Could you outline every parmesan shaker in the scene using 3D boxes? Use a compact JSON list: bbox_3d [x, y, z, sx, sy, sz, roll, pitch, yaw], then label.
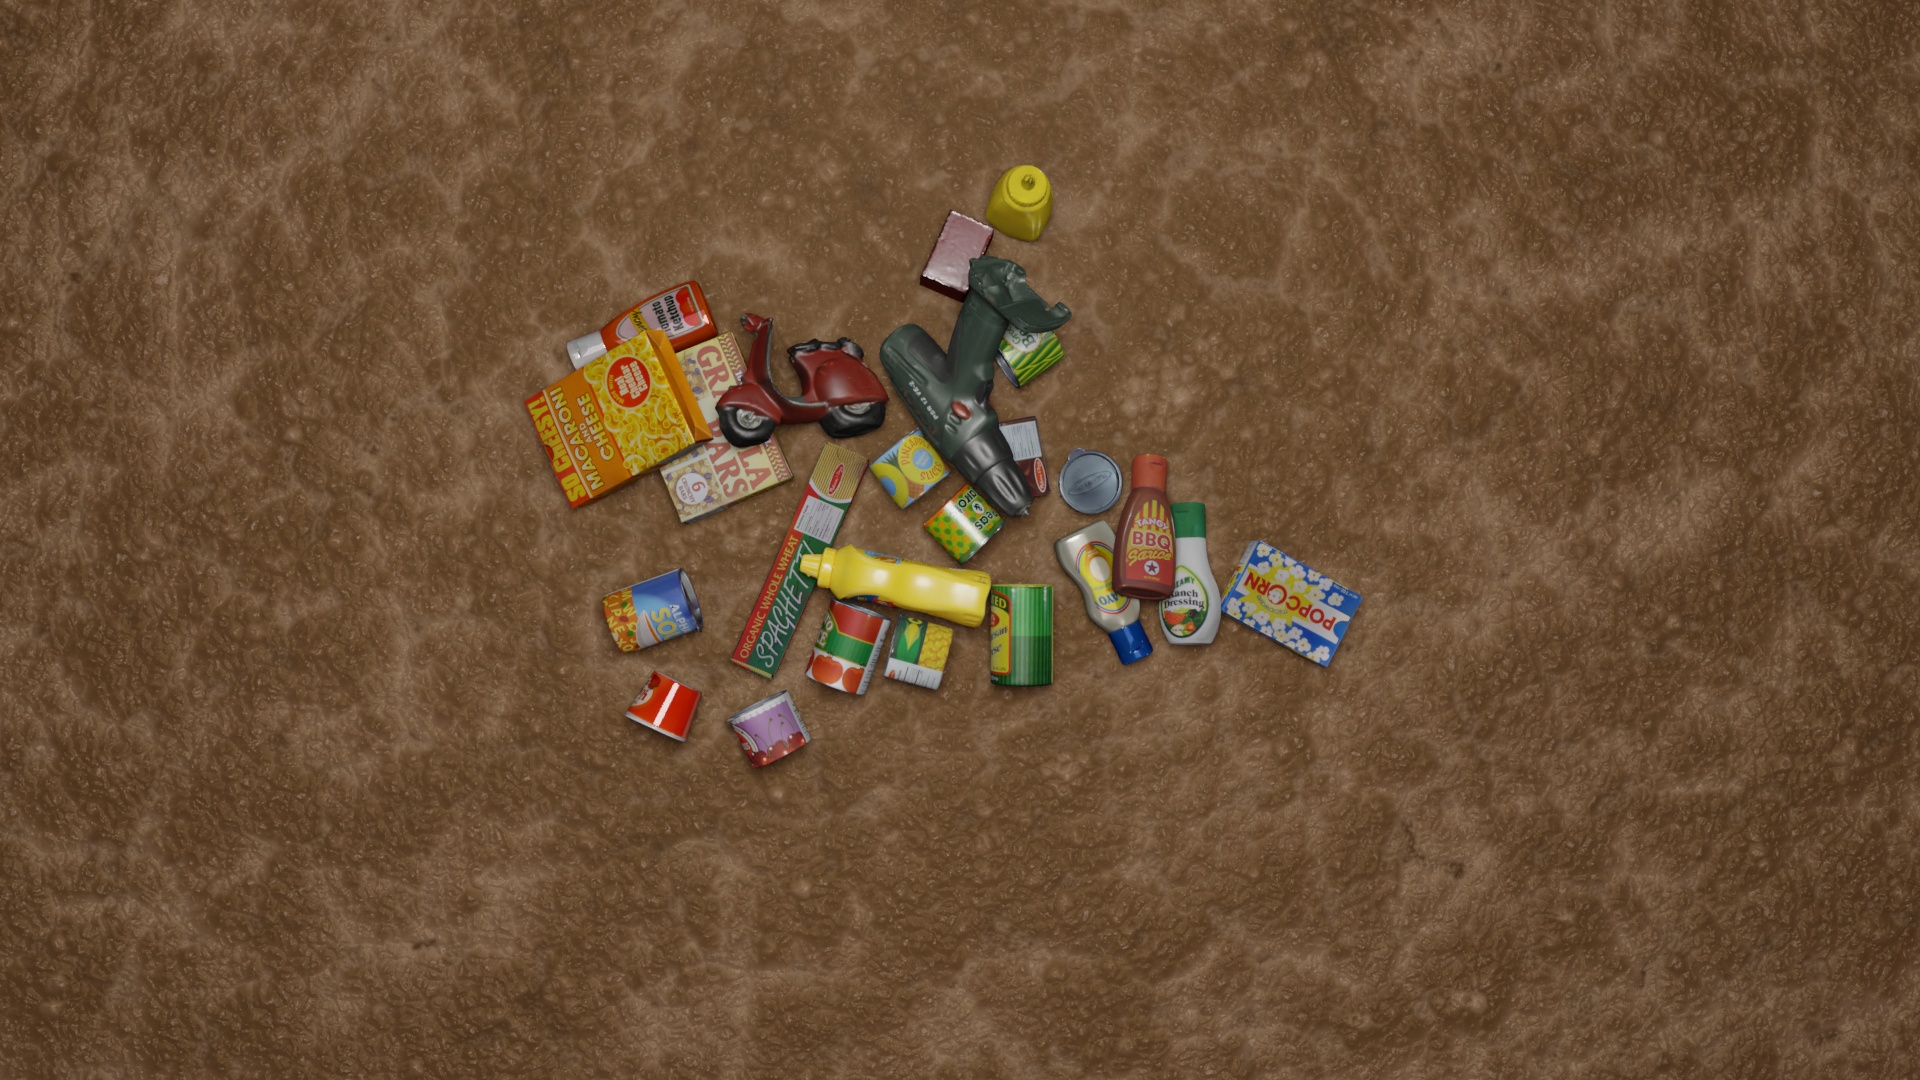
[{"bbox_3d":[0.064,0.097,1.431,0.071,0.071,0.103,0,89,-2],"label":"parmesan shaker"}]

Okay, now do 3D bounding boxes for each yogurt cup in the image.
[{"bbox_3d":[-0.300,0.168,1.419,0.072,0.072,0.054,26,80,-2],"label":"yogurt cup"}]

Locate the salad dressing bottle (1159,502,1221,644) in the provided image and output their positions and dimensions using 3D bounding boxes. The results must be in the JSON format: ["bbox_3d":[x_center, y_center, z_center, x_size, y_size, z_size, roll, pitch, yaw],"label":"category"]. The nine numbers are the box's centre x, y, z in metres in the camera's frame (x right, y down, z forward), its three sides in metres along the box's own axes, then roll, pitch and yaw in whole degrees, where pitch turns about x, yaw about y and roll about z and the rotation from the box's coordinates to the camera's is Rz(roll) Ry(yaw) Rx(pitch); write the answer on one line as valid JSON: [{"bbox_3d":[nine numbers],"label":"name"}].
[{"bbox_3d":[0.239,0.035,1.452,0.064,0.044,0.147,-5,81,32],"label":"salad dressing bottle"}]

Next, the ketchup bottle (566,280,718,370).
[{"bbox_3d":[-0.330,-0.214,1.437,0.149,0.043,0.065,-22,78,-2],"label":"ketchup bottle"}]

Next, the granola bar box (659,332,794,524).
[{"bbox_3d":[-0.261,-0.116,1.439,0.124,0.039,0.165,-23,90,-3],"label":"granola bar box"}]

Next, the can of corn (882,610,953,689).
[{"bbox_3d":[-0.043,0.113,1.430,0.058,0.071,0.071,16,88,-3],"label":"can of corn"}]

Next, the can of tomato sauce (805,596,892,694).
[{"bbox_3d":[-0.117,0.108,1.426,0.071,0.071,0.083,20,89,-2],"label":"can of tomato sauce"}]

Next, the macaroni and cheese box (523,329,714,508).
[{"bbox_3d":[-0.347,-0.122,1.403,0.166,0.040,0.123,-25,89,22],"label":"macaroni and cheese box"}]

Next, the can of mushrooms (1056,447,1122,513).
[{"bbox_3d":[0.134,-0.063,1.458,0.071,0.033,0.071,0,89,-2],"label":"can of mushrooms"}]

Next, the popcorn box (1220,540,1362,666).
[{"bbox_3d":[0.344,0.066,1.461,0.127,0.038,0.085,28,86,-1],"label":"popcorn box"}]

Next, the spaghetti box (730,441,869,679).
[{"bbox_3d":[-0.167,0.020,1.445,0.050,0.028,0.250,24,88,-2],"label":"spaghetti box"}]

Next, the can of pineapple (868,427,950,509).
[{"bbox_3d":[-0.051,-0.074,1.432,0.071,0.071,0.058,-38,91,-3],"label":"can of pineapple"}]

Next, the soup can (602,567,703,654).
[{"bbox_3d":[-0.313,0.075,1.417,0.084,0.071,0.071,-20,90,-2],"label":"soup can"}]

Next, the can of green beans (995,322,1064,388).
[{"bbox_3d":[0.067,-0.201,1.442,0.058,0.071,0.071,-34,90,-3],"label":"can of green beans"}]

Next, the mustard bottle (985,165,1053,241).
[{"bbox_3d":[0.064,-0.345,1.399,0.065,0.160,0.049,24,87,-3],"label":"mustard bottle"}]

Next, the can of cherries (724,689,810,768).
[{"bbox_3d":[-0.197,0.194,1.420,0.071,0.071,0.058,-26,91,-3],"label":"can of cherries"}]

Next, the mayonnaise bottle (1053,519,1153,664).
[{"bbox_3d":[0.155,0.056,1.452,0.065,0.041,0.148,-25,89,-7],"label":"mayonnaise bottle"}]

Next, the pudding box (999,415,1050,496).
[{"bbox_3d":[0.062,-0.085,1.457,0.050,0.030,0.083,-10,89,-4],"label":"pudding box"}]

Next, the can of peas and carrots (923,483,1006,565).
[{"bbox_3d":[0.005,-0.018,1.433,0.071,0.071,0.059,-45,90,-3],"label":"can of peas and carrots"}]

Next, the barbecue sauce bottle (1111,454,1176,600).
[{"bbox_3d":[0.192,-0.015,1.437,0.065,0.043,0.149,10,70,-12],"label":"barbecue sauce bottle"}]
